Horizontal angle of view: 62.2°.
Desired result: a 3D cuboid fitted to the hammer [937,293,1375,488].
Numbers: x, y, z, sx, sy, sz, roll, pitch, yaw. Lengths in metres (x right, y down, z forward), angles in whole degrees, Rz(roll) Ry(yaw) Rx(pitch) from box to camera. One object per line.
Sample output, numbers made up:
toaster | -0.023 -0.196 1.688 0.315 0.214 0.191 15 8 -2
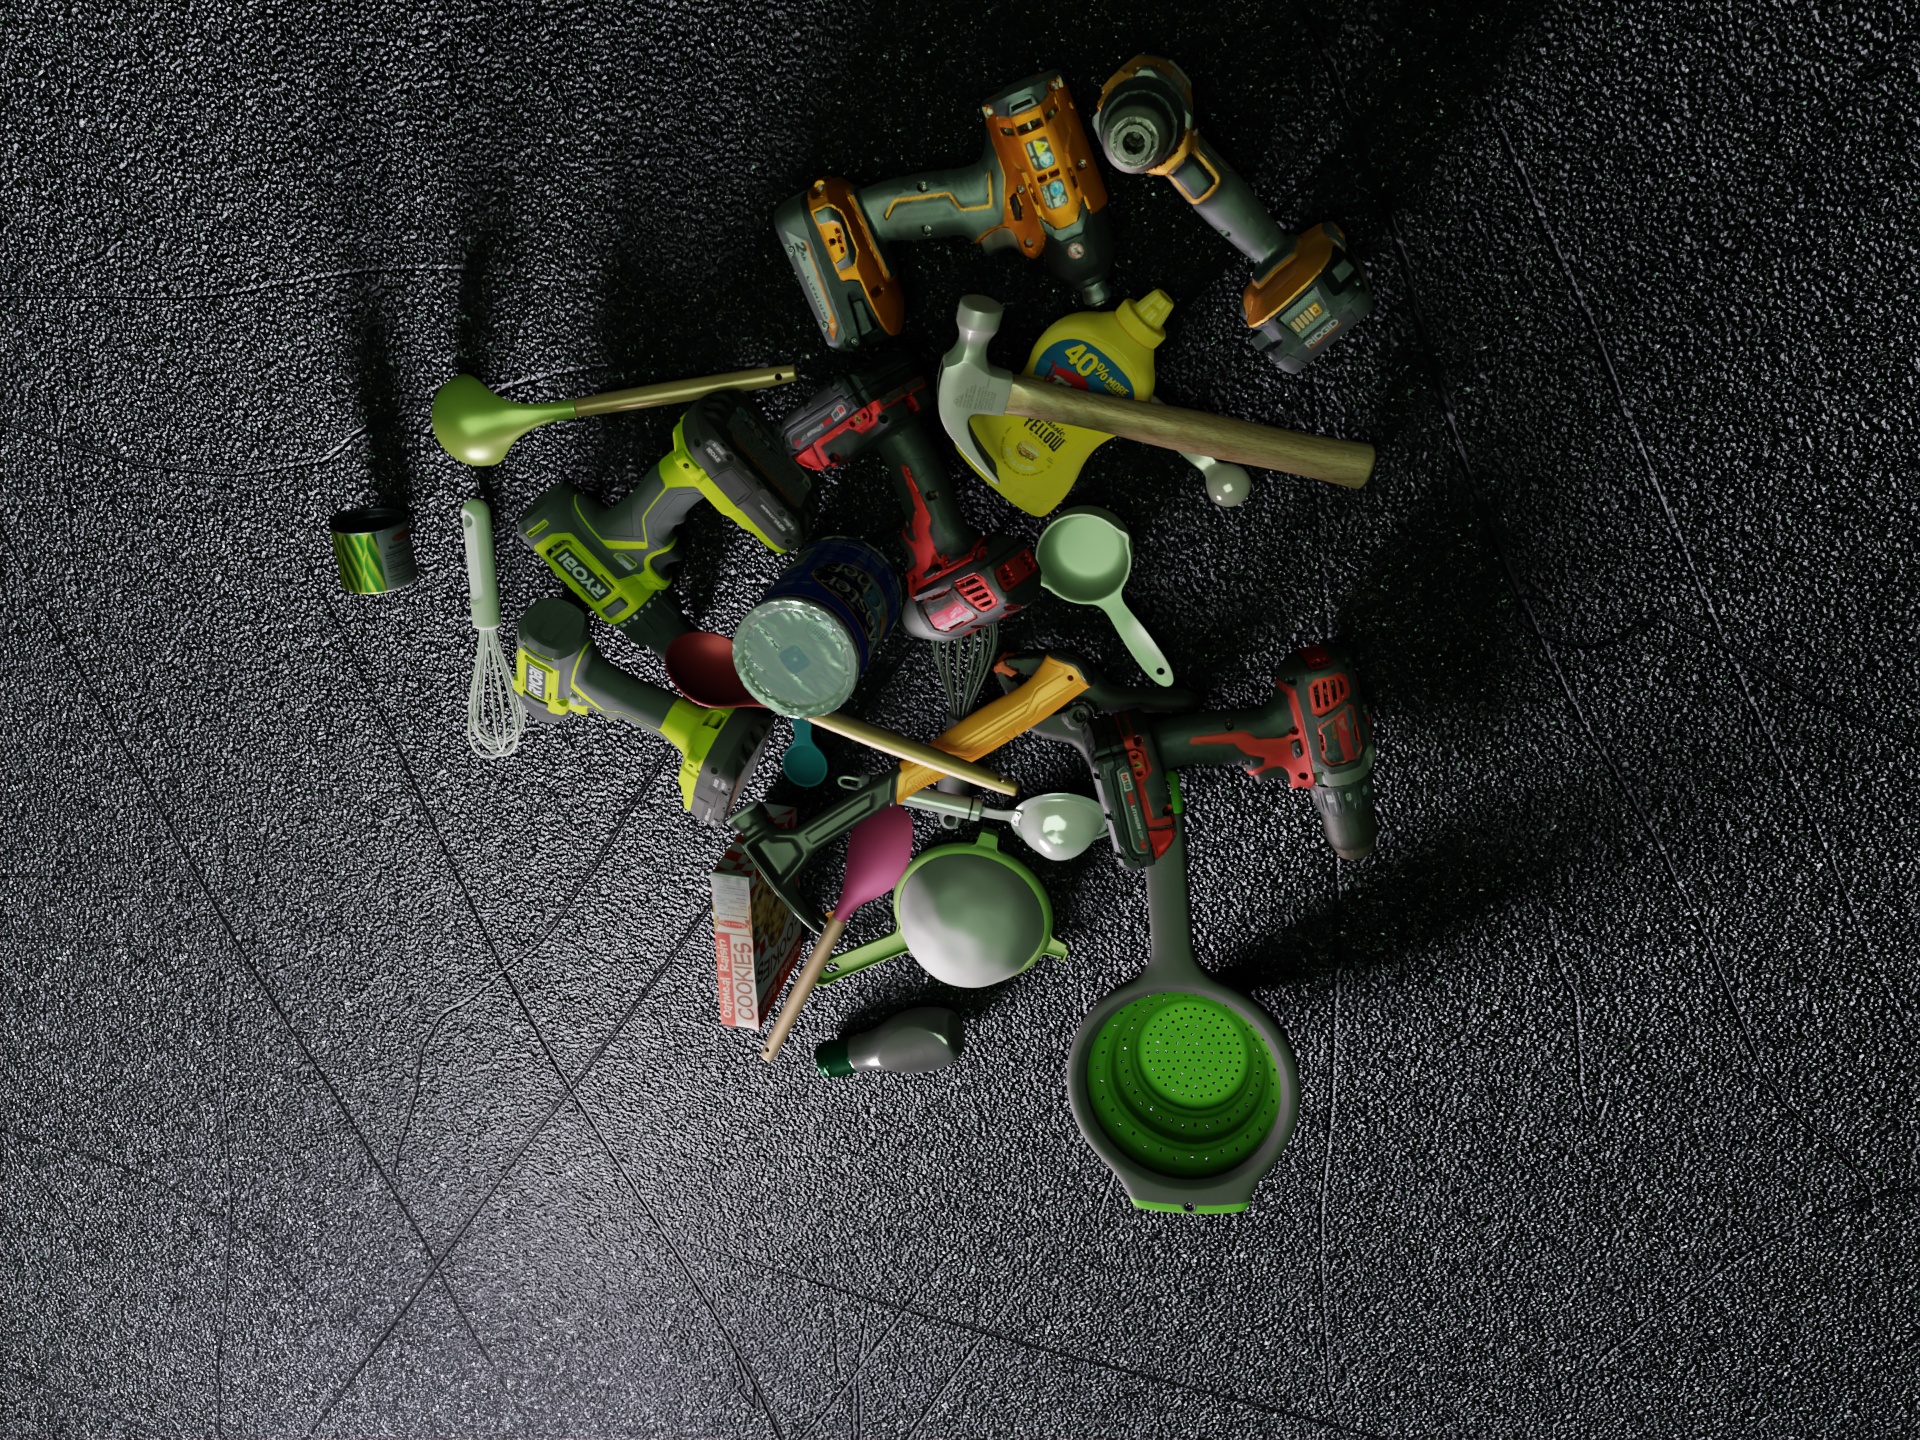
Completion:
hammer | 0.144 -0.215 1.168 0.331 0.031 0.130 10 127 -10

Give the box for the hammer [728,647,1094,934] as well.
hammer | -0.029 0.048 1.331 0.337 0.034 0.127 -33 98 16

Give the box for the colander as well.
colander | 0.197 0.233 1.417 0.204 0.094 0.397 -3 98 16

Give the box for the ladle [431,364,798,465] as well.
ladle | -0.285 -0.264 1.304 0.320 0.062 0.078 -7 114 10

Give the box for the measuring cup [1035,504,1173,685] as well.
measuring cup | 0.126 -0.100 1.281 0.083 0.038 0.167 -28 109 25

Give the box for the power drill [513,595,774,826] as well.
power drill | -0.285 -0.004 1.396 0.223 0.080 0.171 29 150 0

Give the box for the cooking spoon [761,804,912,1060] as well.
cooking spoon | -0.122 0.203 1.487 0.069 0.017 0.318 40 118 25

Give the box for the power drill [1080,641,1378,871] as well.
power drill | 0.227 0.051 1.291 0.226 0.080 0.187 -16 114 3

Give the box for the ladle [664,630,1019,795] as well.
ladle | -0.098 0.001 1.306 0.315 0.069 0.031 21 148 11

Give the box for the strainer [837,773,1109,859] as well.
strainer | 0.020 0.081 1.373 0.258 0.050 0.086 12 142 -1

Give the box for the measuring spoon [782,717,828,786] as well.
measuring spoon | -0.138 -0.004 1.413 0.042 0.021 0.128 3 108 14

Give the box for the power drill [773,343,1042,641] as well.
power drill | -0.042 -0.163 1.232 0.143 0.078 0.219 -23 102 49

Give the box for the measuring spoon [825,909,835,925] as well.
measuring spoon | -0.089 0.155 1.485 0.021 0.011 0.117 39 116 -8

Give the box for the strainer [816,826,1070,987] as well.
strainer | -0.039 0.209 1.463 0.256 0.069 0.151 -24 109 22

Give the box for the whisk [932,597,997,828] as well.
whisk | -0.003 -0.004 1.358 0.055 0.055 0.238 10 123 9

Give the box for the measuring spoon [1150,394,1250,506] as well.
measuring spoon | 0.174 -0.210 1.221 0.124 0.018 0.034 43 119 -8

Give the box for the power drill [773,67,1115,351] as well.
power drill | -0.003 -0.351 1.159 0.226 0.084 0.164 -18 112 18

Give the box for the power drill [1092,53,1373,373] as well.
power drill | 0.175 -0.341 1.060 0.084 0.185 0.226 -39 105 26

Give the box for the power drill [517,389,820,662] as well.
power drill | -0.229 -0.150 1.319 0.228 0.080 0.190 -29 117 29

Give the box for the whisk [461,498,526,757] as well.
whisk | -0.425 -0.079 1.427 0.058 0.059 0.246 20 120 36
